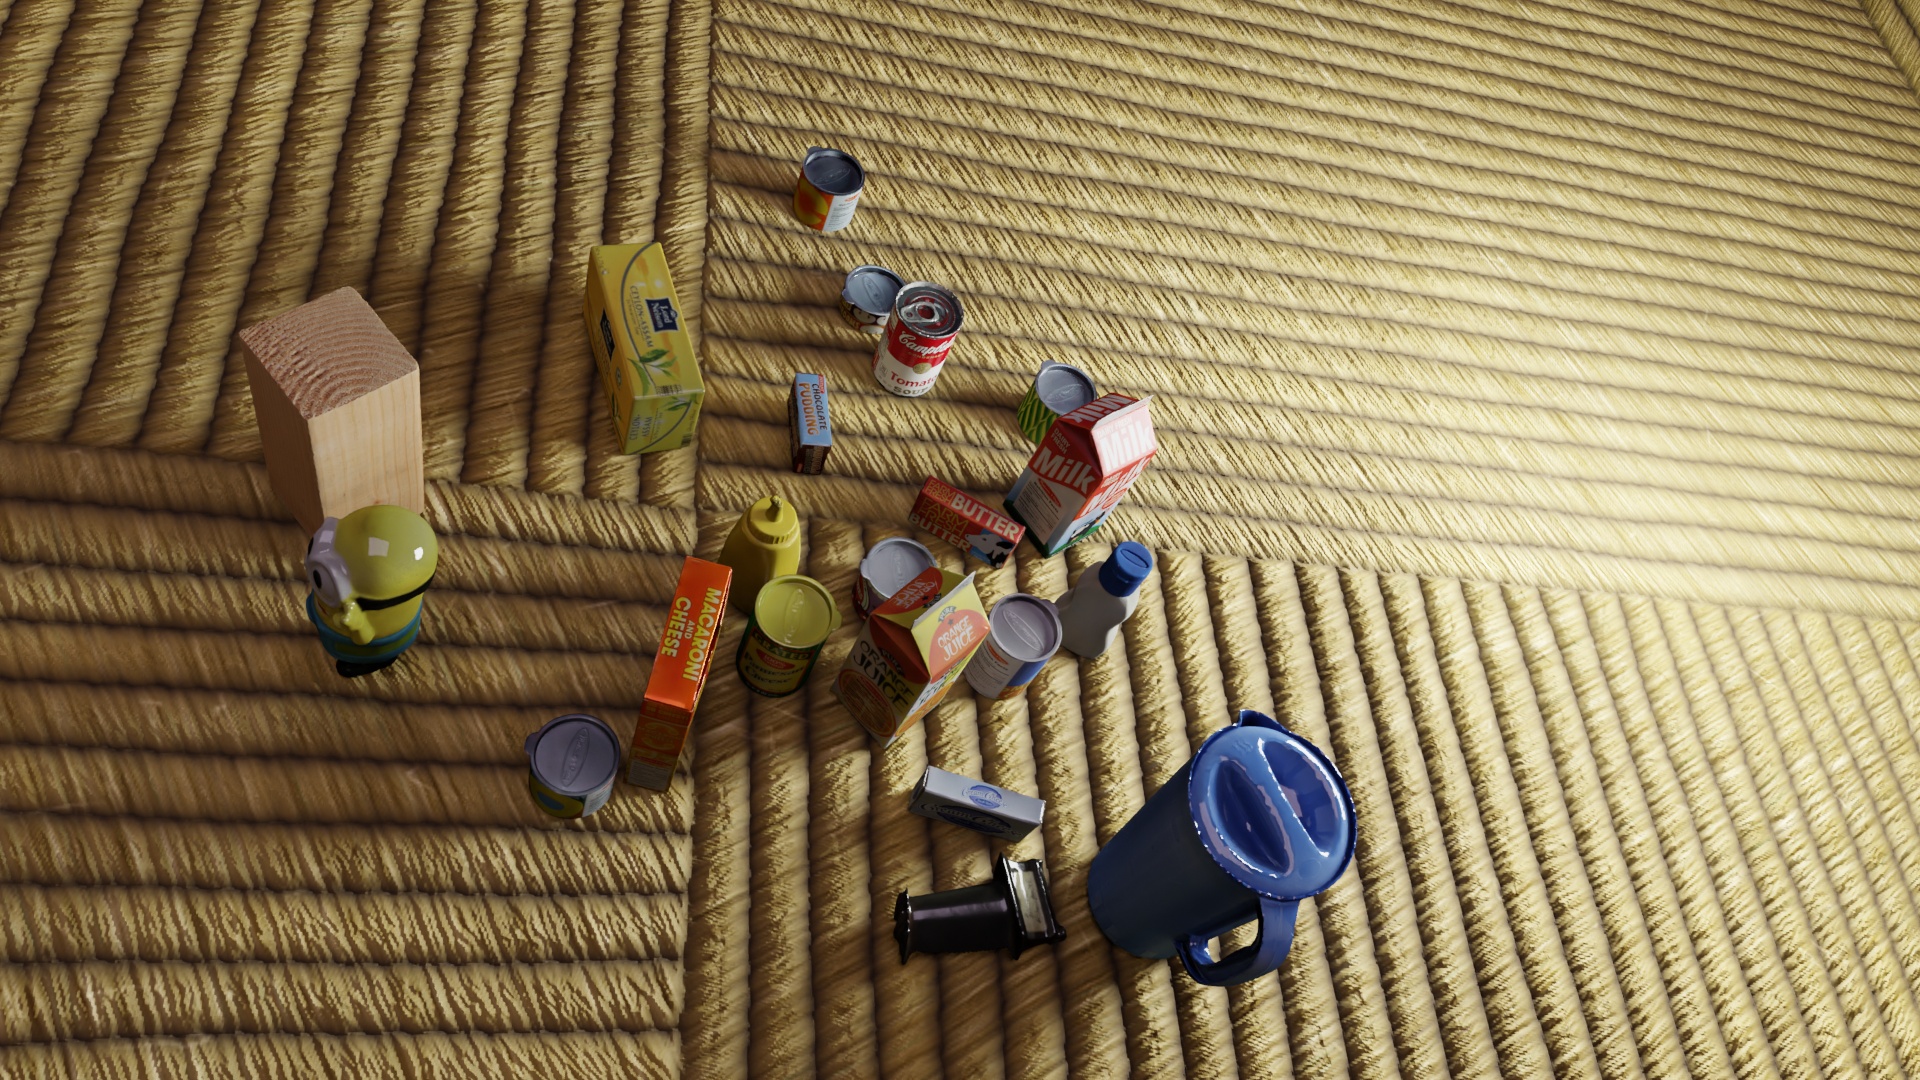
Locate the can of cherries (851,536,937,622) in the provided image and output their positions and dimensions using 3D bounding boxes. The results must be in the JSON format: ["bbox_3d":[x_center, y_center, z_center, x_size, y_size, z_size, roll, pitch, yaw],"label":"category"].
[{"bbox_3d":[-0.061,0.039,1.233,0.071,0.058,0.072,9,57,-14],"label":"can of cherries"}]

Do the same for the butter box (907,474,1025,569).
[{"bbox_3d":[0.005,-0.016,1.293,0.103,0.053,0.024,29,55,-1],"label":"butter box"}]

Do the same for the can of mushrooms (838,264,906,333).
[{"bbox_3d":[-0.091,-0.245,1.411,0.071,0.033,0.071,9,57,-14],"label":"can of mushrooms"}]

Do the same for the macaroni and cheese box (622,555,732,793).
[{"bbox_3d":[-0.218,0.106,1.070,0.040,0.165,0.124,16,56,-10],"label":"macaroni and cheese box"}]

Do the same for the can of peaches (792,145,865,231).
[{"bbox_3d":[-0.140,-0.368,1.455,0.071,0.057,0.071,9,57,-14],"label":"can of peaches"}]

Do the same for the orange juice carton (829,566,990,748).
[{"bbox_3d":[-0.039,0.089,1.128,0.073,0.191,0.072,46,56,11],"label":"orange juice carton"}]

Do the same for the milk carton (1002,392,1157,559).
[{"bbox_3d":[0.115,-0.068,1.280,0.072,0.189,0.073,-28,72,-31],"label":"milk carton"}]

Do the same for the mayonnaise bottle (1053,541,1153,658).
[{"bbox_3d":[0.127,0.051,1.237,0.065,0.147,0.041,32,55,1],"label":"mayonnaise bottle"}]

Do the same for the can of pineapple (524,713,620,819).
[{"bbox_3d":[-0.299,0.173,1.067,0.071,0.057,0.071,9,57,-14],"label":"can of pineapple"}]

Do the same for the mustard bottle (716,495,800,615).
[{"bbox_3d":[-0.163,0.005,1.155,0.065,0.159,0.049,39,55,6],"label":"mustard bottle"}]

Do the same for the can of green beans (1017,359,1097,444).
[{"bbox_3d":[0.097,-0.135,1.396,0.071,0.057,0.071,9,57,-14],"label":"can of green beans"}]

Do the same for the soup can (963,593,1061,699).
[{"bbox_3d":[0.046,0.093,1.222,0.071,0.083,0.071,9,58,-14],"label":"soup can"}]

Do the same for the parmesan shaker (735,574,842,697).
[{"bbox_3d":[-0.143,0.082,1.150,0.071,0.102,0.071,9,58,-14],"label":"parmesan shaker"}]

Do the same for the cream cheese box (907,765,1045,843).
[{"bbox_3d":[0.012,0.220,1.151,0.104,0.053,0.024,18,56,-8],"label":"cream cheese box"}]

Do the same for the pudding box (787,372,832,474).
[{"bbox_3d":[-0.142,-0.110,1.301,0.030,0.049,0.084,3,59,-18],"label":"pudding box"}]
